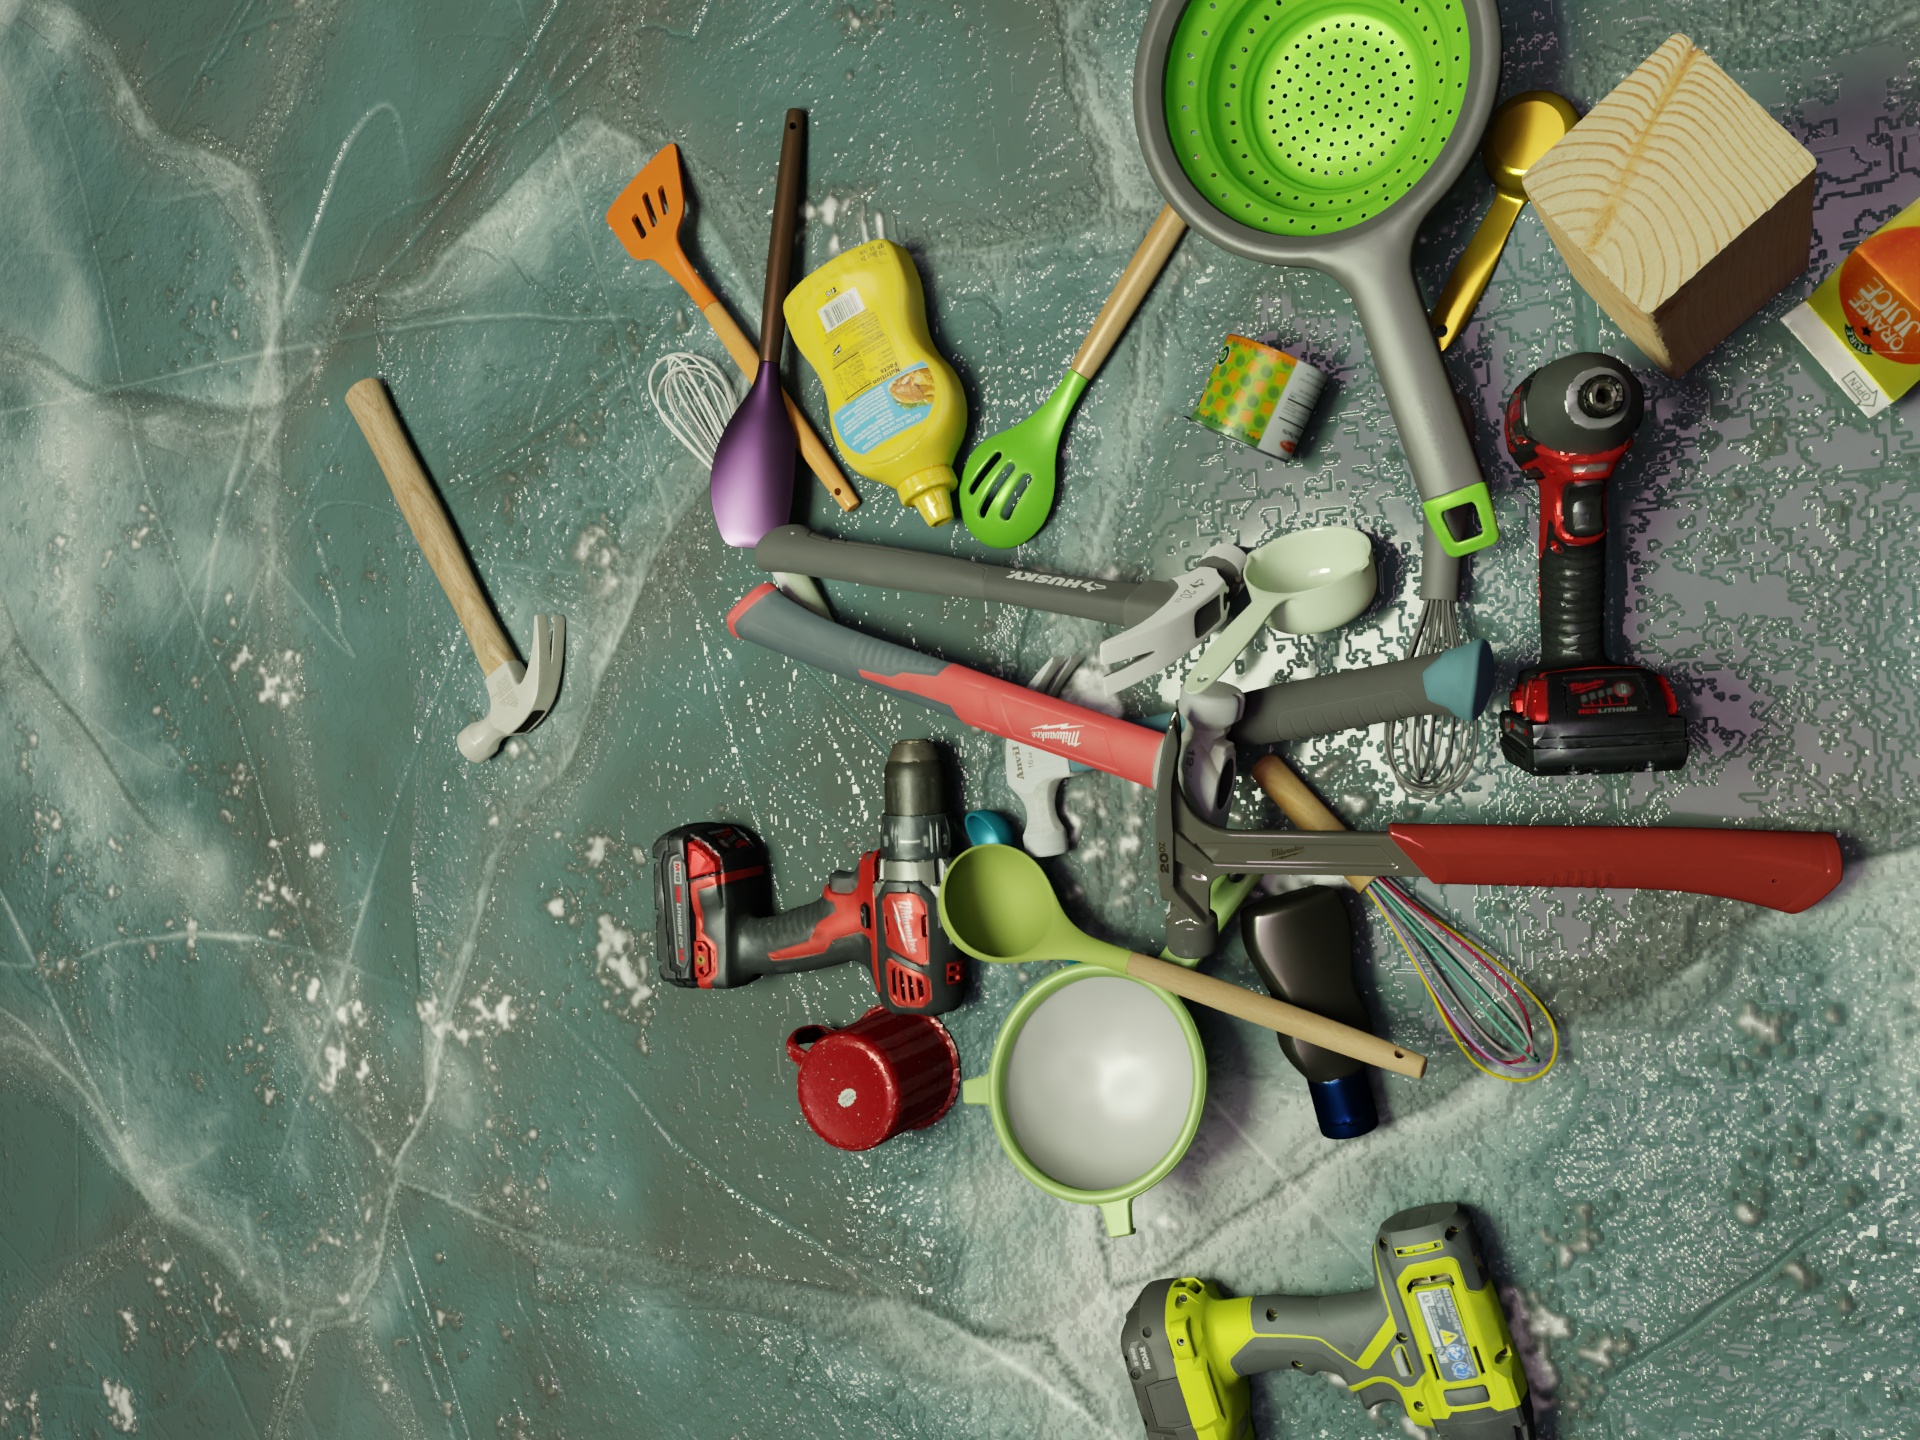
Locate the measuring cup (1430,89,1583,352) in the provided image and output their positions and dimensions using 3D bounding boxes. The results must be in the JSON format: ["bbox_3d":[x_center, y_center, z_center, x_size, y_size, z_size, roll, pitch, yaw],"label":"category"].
[{"bbox_3d":[0.305,-0.285,0.915,0.062,0.029,0.156,30,104,23],"label":"measuring cup"}]

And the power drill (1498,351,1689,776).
[{"bbox_3d":[0.332,-0.084,0.849,0.078,0.143,0.219,-3,93,10],"label":"power drill"}]

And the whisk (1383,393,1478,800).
[{"bbox_3d":[0.281,-0.072,0.930,0.055,0.055,0.239,4,90,27],"label":"whisk"}]

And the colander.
[{"bbox_3d":[0.238,-0.289,0.921,0.204,0.094,0.397,-19,93,27],"label":"colander"}]

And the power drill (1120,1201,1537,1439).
[{"bbox_3d":[0.225,0.401,0.965,0.223,0.080,0.171,-20,83,23],"label":"power drill"}]

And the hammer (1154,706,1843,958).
[{"bbox_3d":[0.289,0.066,0.881,0.359,0.037,0.149,0,111,12],"label":"hammer"}]

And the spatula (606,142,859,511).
[{"bbox_3d":[-0.163,-0.282,1.162,0.081,0.041,0.323,-39,79,23],"label":"spatula"}]

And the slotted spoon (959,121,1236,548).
[{"bbox_3d":[0.089,-0.248,1.031,0.070,0.031,0.313,38,107,19],"label":"slotted spoon"}]

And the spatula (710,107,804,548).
[{"bbox_3d":[-0.135,-0.278,1.127,0.060,0.018,0.316,6,87,2],"label":"spatula"}]

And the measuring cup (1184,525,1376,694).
[{"bbox_3d":[0.183,-0.054,0.928,0.083,0.167,0.038,11,136,44],"label":"measuring cup"}]

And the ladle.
[{"bbox_3d":[0.125,0.149,0.962,0.320,0.062,0.078,16,57,32],"label":"ladle"}]

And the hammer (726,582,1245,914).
[{"bbox_3d":[-0.002,-0.003,1.038,0.386,0.038,0.143,20,114,31],"label":"hammer"}]

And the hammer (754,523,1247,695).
[{"bbox_3d":[0.005,-0.088,1.027,0.335,0.146,0.035,12,126,30],"label":"hammer"}]

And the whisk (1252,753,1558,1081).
[{"bbox_3d":[0.259,0.115,0.952,0.245,0.051,0.047,50,118,20],"label":"whisk"}]

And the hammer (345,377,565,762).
[{"bbox_3d":[-0.419,-0.138,1.293,0.130,0.031,0.331,-35,77,24],"label":"hammer"}]

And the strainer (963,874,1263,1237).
[{"bbox_3d":[0.127,0.191,1.019,0.152,0.069,0.256,35,90,36],"label":"strainer"}]

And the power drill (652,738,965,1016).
[{"bbox_3d":[-0.101,0.108,1.119,0.227,0.080,0.188,-1,92,24],"label":"power drill"}]

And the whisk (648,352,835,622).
[{"bbox_3d":[-0.154,-0.161,1.149,0.246,0.059,0.058,61,153,7],"label":"whisk"}]

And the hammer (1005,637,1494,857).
[{"bbox_3d":[0.163,0.003,0.968,0.331,0.033,0.128,-12,87,38],"label":"hammer"}]

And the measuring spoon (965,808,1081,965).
[{"bbox_3d":[0.049,0.111,1.073,0.128,0.021,0.042,54,155,6],"label":"measuring spoon"}]
